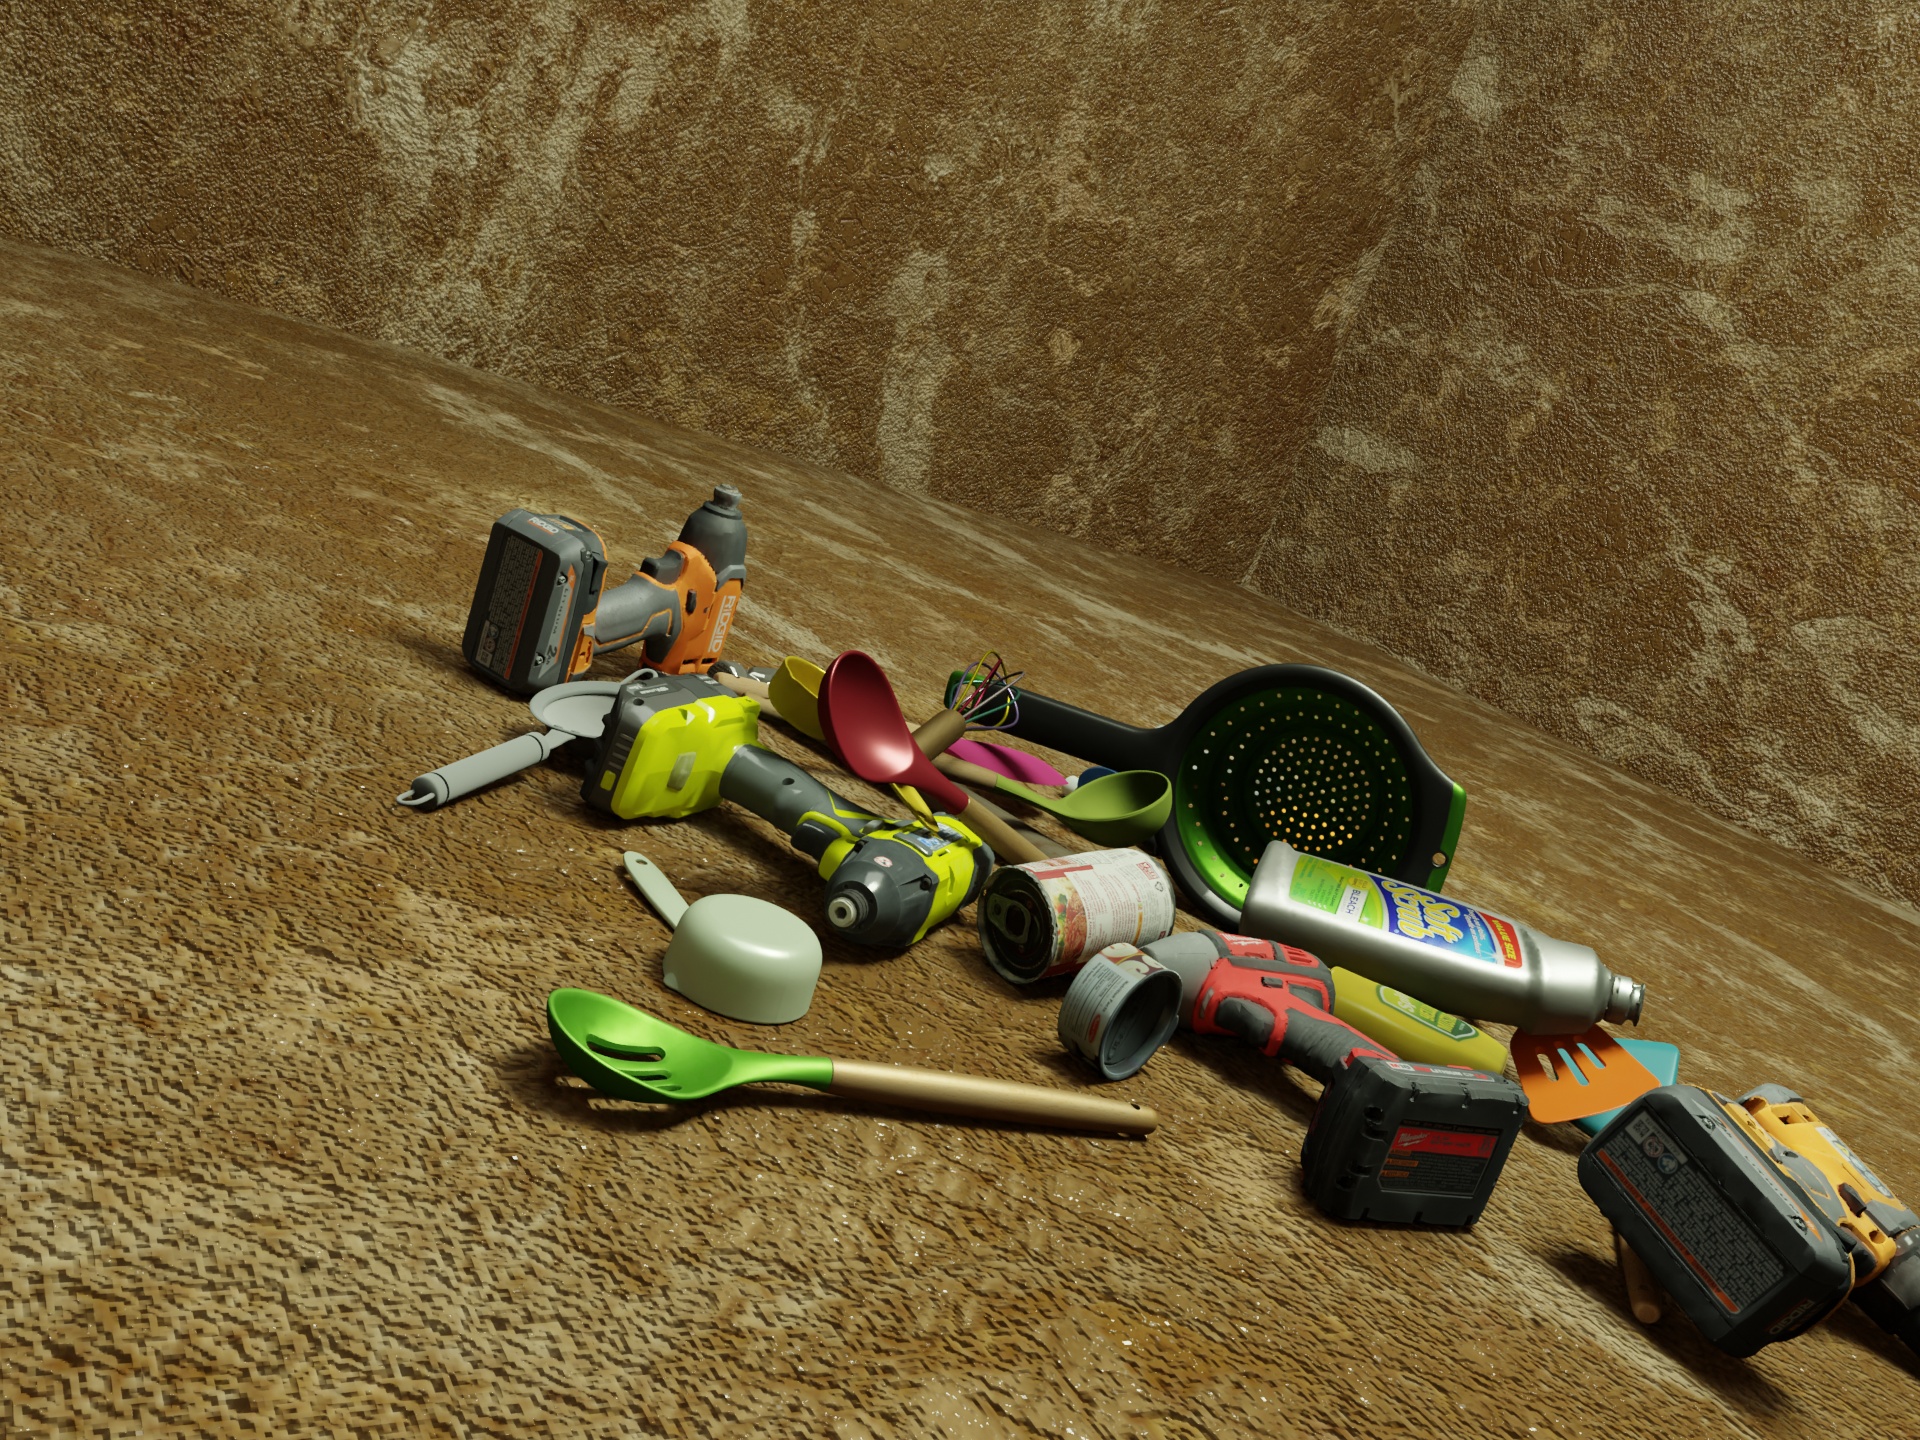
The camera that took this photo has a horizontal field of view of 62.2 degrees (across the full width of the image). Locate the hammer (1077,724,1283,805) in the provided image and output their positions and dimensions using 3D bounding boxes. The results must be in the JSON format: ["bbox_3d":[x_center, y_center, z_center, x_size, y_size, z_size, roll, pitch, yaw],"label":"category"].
[{"bbox_3d":[0.190,0.051,1.429,0.144,0.035,0.405,25,10,19],"label":"hammer"}]

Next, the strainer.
[{"bbox_3d":[-0.254,0.017,0.957,0.087,0.050,0.258,16,17,15],"label":"strainer"}]

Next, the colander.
[{"bbox_3d":[0.178,0.033,1.199,0.397,0.204,0.094,19,11,21],"label":"colander"}]

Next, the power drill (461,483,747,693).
[{"bbox_3d":[-0.245,-0.100,1.173,0.084,0.164,0.226,27,17,26],"label":"power drill"}]

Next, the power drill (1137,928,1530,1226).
[{"bbox_3d":[0.186,0.181,0.875,0.143,0.078,0.220,13,12,-29],"label":"power drill"}]

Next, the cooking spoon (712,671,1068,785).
[{"bbox_3d":[-0.044,0.008,1.185,0.318,0.017,0.069,15,13,-36],"label":"cooking spoon"}]

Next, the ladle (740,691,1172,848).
[{"bbox_3d":[0.003,0.024,1.090,0.320,0.062,0.078,19,8,-21],"label":"ladle"}]

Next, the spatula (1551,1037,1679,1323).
[{"bbox_3d":[0.388,0.258,0.926,0.082,0.044,0.317,-1,8,19],"label":"spatula"}]

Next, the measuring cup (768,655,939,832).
[{"bbox_3d":[-0.065,0.021,0.965,0.157,0.029,0.062,50,18,29],"label":"measuring cup"}]

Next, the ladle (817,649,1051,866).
[{"bbox_3d":[0.017,0.062,0.951,0.031,0.069,0.315,-15,-43,38],"label":"ladle"}]

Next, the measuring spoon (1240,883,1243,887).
[{"bbox_3d":[0.272,0.156,1.242,0.128,0.021,0.042,31,12,6],"label":"measuring spoon"}]

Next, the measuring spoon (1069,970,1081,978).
[{"bbox_3d":[0.066,0.151,0.962,0.021,0.011,0.117,0,18,-29],"label":"measuring spoon"}]

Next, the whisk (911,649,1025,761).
[{"bbox_3d":[-0.003,-0.005,1.049,0.051,0.047,0.245,21,17,11],"label":"whisk"}]

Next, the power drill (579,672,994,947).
[{"bbox_3d":[-0.104,0.057,0.943,0.223,0.080,0.171,27,14,16],"label":"power drill"}]

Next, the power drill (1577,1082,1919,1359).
[{"bbox_3d":[0.442,0.274,0.827,0.226,0.084,0.186,14,31,-43],"label":"power drill"}]

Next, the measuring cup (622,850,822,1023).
[{"bbox_3d":[-0.131,0.096,0.817,0.083,0.038,0.168,8,20,-41],"label":"measuring cup"}]

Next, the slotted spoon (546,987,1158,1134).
[{"bbox_3d":[-0.037,0.164,0.714,0.313,0.031,0.070,15,14,-29],"label":"slotted spoon"}]

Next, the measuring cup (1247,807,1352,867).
[{"bbox_3d":[0.306,0.121,1.333,0.095,0.052,0.174,16,12,-16],"label":"measuring cup"}]

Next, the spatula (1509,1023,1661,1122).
[{"bbox_3d":[0.382,0.204,1.121,0.081,0.041,0.322,-16,5,0],"label":"spatula"}]

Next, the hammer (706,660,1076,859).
[{"bbox_3d":[-0.011,0.053,1.181,0.411,0.038,0.146,30,15,35],"label":"hammer"}]
